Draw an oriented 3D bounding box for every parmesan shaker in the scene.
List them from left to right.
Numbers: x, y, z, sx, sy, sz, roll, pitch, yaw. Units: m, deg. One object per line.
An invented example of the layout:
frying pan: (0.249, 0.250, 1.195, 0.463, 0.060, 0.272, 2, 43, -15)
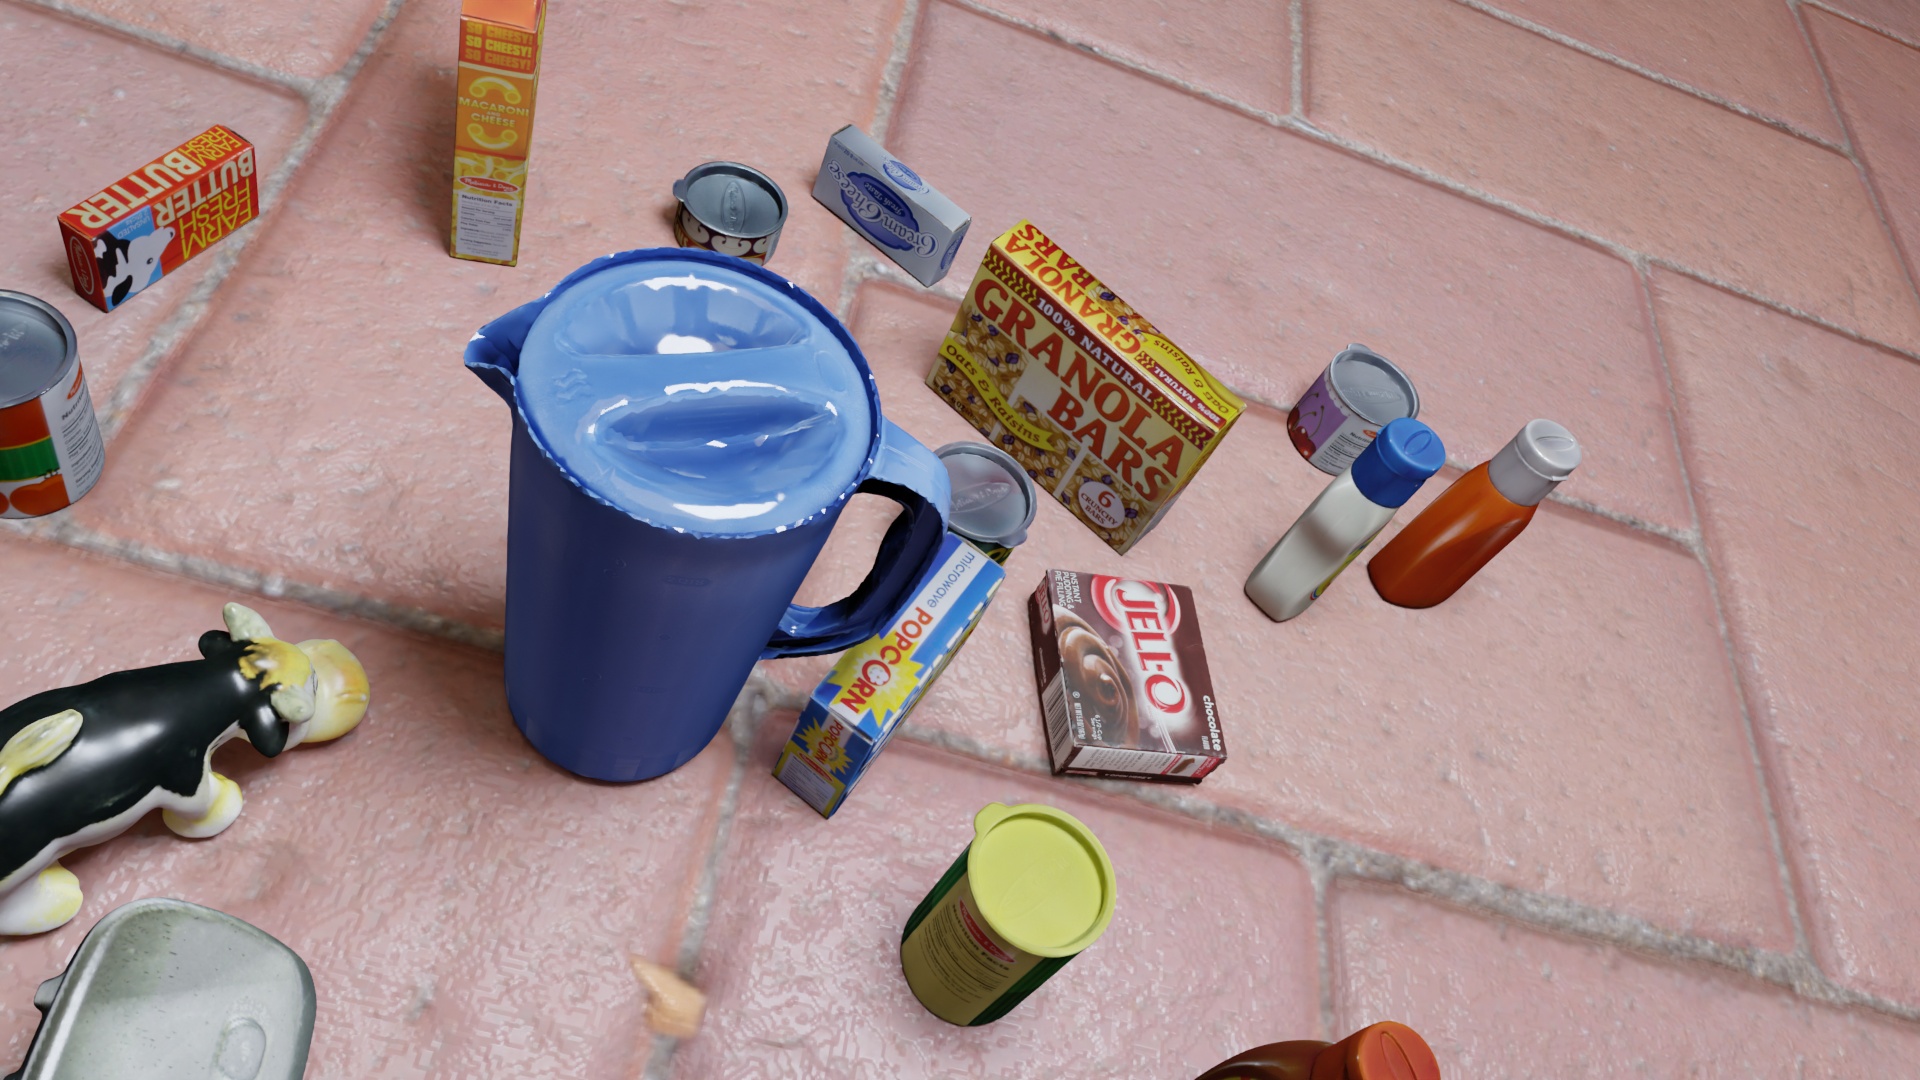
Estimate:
parmesan shaker: (0.017, 0.166, 0.618, 0.071, 0.102, 0.071, 11, 53, -15)

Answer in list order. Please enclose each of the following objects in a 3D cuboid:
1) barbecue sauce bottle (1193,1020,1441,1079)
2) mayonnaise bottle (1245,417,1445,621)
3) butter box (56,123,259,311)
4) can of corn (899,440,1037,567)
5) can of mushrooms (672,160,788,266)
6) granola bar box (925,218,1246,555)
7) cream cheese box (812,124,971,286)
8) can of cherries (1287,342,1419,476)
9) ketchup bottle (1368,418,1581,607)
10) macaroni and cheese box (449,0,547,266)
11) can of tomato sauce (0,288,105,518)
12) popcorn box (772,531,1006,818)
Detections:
barbecue sauce bottle: (0.146, 0.242, 0.588, 0.044, 0.147, 0.065, -8, 60, -27)
mayonnaise bottle: (0.222, -0.012, 0.800, 0.041, 0.147, 0.065, 46, 52, 13)
butter box: (-0.409, -0.167, 0.714, 0.024, 0.052, 0.104, 33, 51, 2)
can of corn: (0.003, -0.010, 0.767, 0.071, 0.058, 0.071, 11, 53, -15)
can of mushrooms: (-0.145, -0.201, 0.859, 0.071, 0.033, 0.071, 11, 53, -15)
granola bar box: (0.067, -0.086, 0.805, 0.166, 0.123, 0.039, 42, 52, 10)
cream cheese box: (-0.045, -0.216, 0.898, 0.104, 0.053, 0.024, 39, 51, 8)
can of cherries: (0.261, -0.087, 0.927, 0.071, 0.058, 0.072, 11, 53, -15)
ketchup bottle: (0.312, -0.014, 0.838, 0.065, 0.148, 0.044, -3, 58, -24)
macaroni and cheese box: (-0.254, -0.256, 0.768, 0.040, 0.165, 0.124, 6, 55, -19)
can of tomato sauce: (-0.423, -0.059, 0.612, 0.071, 0.082, 0.071, 11, 53, -15)
popcorn box: (-0.034, 0.065, 0.682, 0.038, 0.084, 0.127, 36, 51, 5)
